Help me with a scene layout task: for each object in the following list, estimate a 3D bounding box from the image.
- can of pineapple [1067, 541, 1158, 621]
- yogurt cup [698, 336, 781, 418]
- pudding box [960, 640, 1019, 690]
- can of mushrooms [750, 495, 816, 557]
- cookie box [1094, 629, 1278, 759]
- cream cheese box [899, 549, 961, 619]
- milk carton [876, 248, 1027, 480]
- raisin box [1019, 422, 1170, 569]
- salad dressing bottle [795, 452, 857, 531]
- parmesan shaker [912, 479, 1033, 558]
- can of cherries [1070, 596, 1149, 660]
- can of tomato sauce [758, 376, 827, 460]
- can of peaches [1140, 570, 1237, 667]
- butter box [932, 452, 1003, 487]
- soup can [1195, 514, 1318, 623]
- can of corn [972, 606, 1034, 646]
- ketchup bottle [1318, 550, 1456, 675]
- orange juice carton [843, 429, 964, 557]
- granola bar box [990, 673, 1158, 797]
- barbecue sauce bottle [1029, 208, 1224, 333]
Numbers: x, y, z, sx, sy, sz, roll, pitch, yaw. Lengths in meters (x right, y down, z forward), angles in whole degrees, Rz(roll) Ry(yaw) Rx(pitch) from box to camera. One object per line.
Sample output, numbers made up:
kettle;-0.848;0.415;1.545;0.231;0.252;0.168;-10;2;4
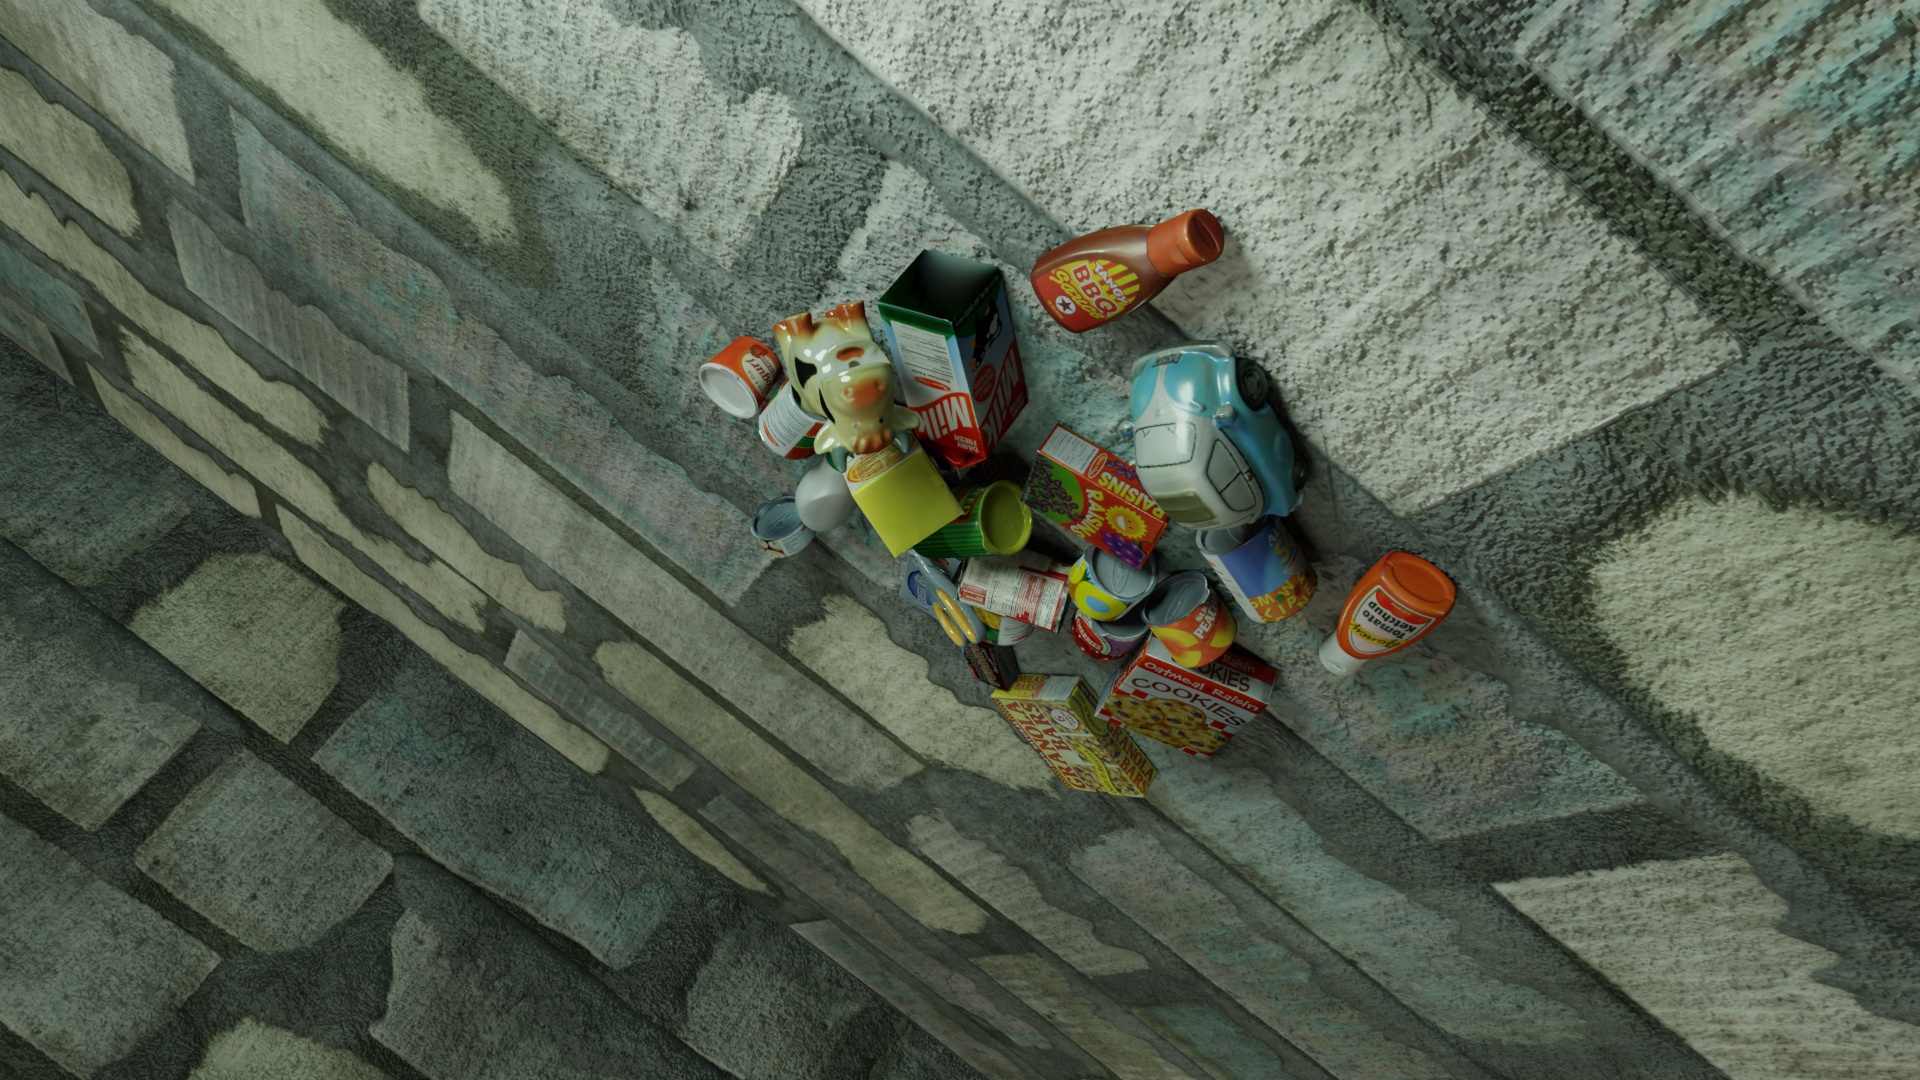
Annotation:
can of pineapple;0.134;0.032;1.240;0.071;0.071;0.057;36;151;0
yogurt cup;-0.209;-0.159;1.334;0.072;0.054;0.072;26;150;17
pudding box;0.030;0.124;1.524;0.050;0.030;0.083;19;147;29
can of mushrooms;-0.194;-0.016;1.518;0.071;0.071;0.033;14;145;34
cookie box;0.213;0.146;1.332;0.123;0.040;0.166;22;150;-1
cream cheese box;-0.033;0.042;1.475;0.053;0.024;0.103;31;151;9
milk carton;0.000;-0.136;1.129;0.073;0.073;0.189;20;147;28
raisin box;0.118;-0.036;1.184;0.123;0.040;0.085;31;150;8
salad dressing bottle;-0.125;-0.063;1.388;0.147;0.064;0.044;121;139;-54
parmesan shaker;0.004;-0.016;1.248;0.103;0.071;0.071;-4;132;47
can of cherries;0.139;0.073;1.291;0.071;0.072;0.058;33;151;5
can of tomato sauce;-0.144;-0.123;1.305;0.071;0.071;0.082;40;147;-9
can of peaches;0.203;0.070;1.222;0.071;0.071;0.058;-5;132;49
butter box;0.017;-0.046;1.292;0.053;0.024;0.103;12;143;37
soup can;0.239;0.014;1.106;0.071;0.072;0.083;-5;133;49
can of corn;0.043;0.061;1.381;0.071;0.071;0.058;28;149;14
ketchup bottle;0.331;0.063;1.103;0.065;0.044;0.148;32;151;6
orange juice carton;-0.063;-0.063;1.246;0.071;0.073;0.193;57;-179;-23
granola bar box;0.126;0.218;1.551;0.124;0.039;0.165;-4;132;50
barbecue sauce bottle;0.116;-0.189;0.957;0.064;0.044;0.148;49;148;-20
